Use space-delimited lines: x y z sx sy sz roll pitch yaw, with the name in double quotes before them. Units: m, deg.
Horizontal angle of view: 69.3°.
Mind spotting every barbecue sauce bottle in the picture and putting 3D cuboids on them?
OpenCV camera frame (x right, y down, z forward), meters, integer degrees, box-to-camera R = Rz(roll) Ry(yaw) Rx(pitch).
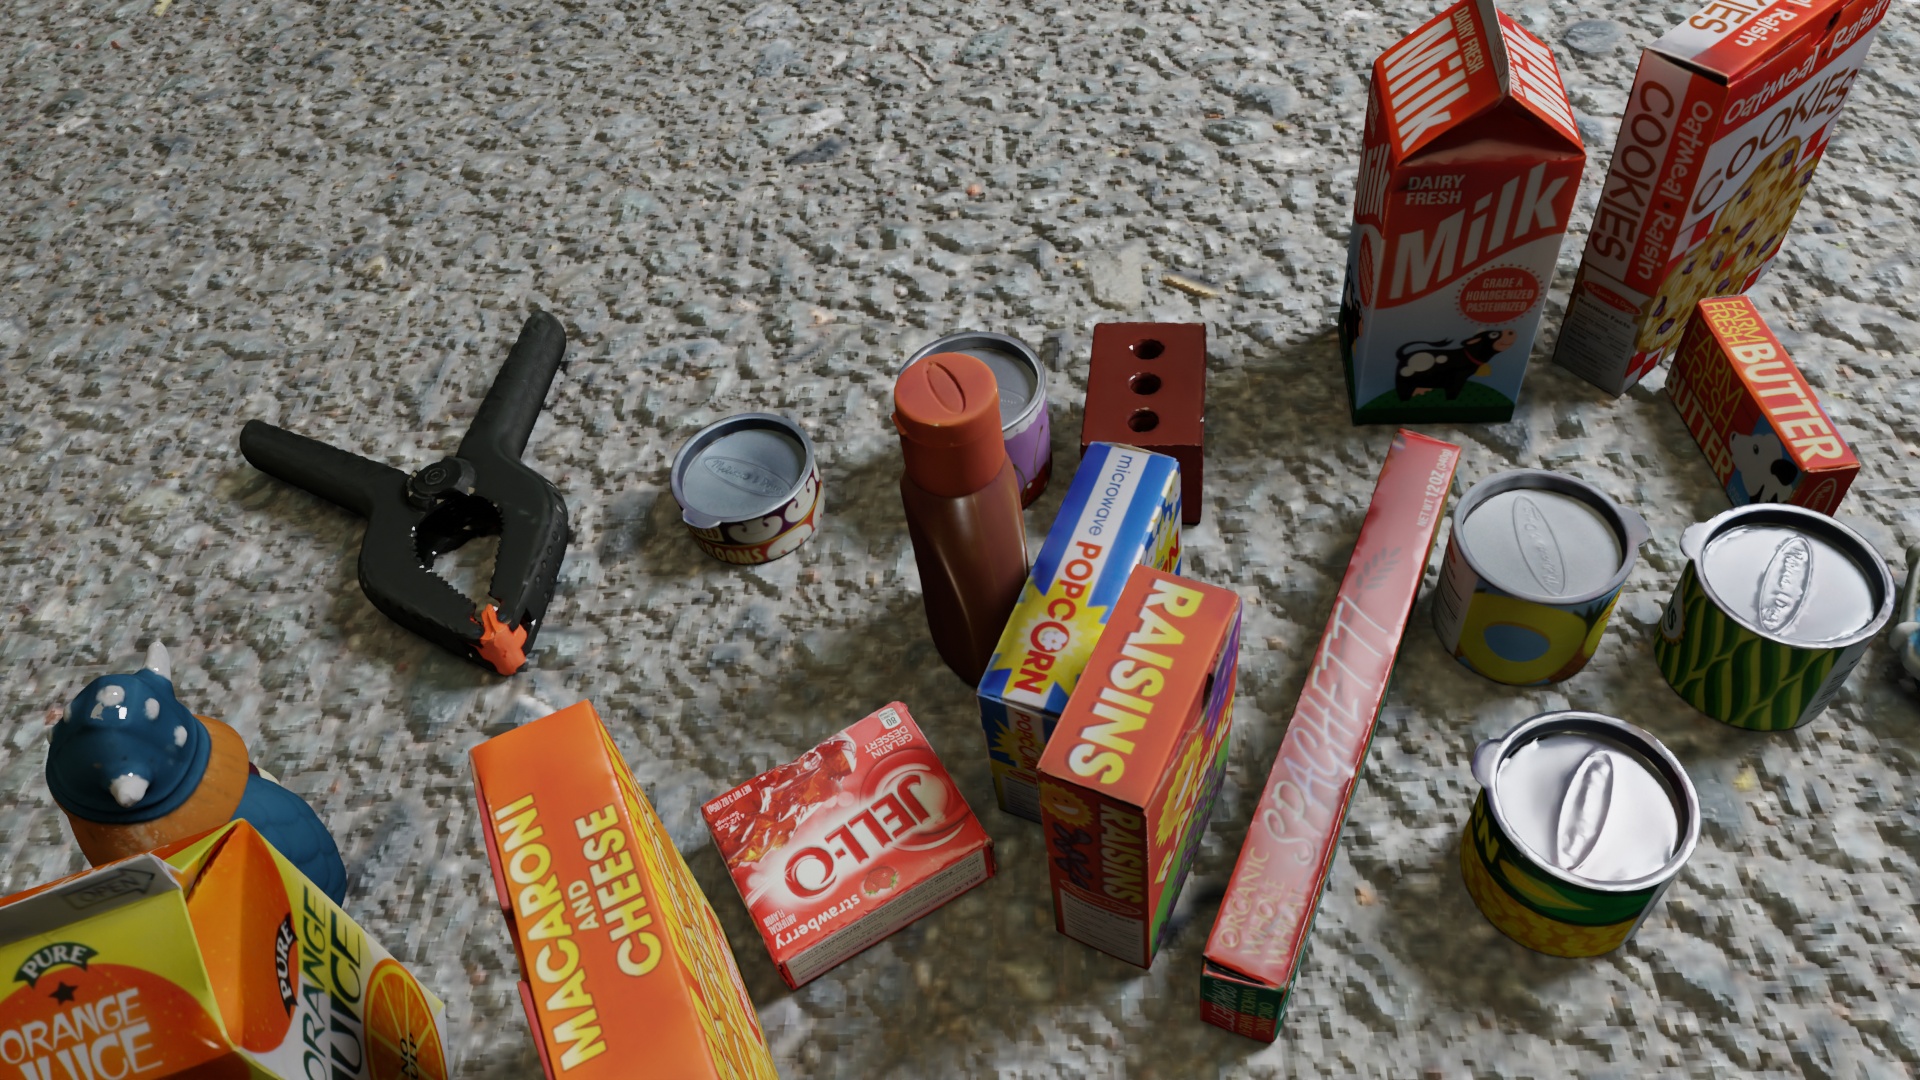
"barbecue sauce bottle" 0.002 -0.007 0.534 0.044 0.147 0.065 -21 52 -9

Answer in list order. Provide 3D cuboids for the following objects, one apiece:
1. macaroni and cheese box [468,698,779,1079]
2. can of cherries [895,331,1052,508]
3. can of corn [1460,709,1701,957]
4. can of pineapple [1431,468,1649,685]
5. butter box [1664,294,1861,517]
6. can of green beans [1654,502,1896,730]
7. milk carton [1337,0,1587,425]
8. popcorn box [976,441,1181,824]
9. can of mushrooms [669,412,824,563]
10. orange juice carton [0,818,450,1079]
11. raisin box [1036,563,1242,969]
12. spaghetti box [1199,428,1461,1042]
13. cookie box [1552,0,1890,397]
"macaroni and cheese box" -0.088 0.143 0.413 0.040 0.165 0.124 -23 52 -11
"can of cherries" 0.006 -0.049 0.626 0.071 0.058 0.072 -4 51 5
"can of corn" 0.207 0.100 0.477 0.071 0.058 0.071 -4 51 5
"can of pineapple" 0.224 0.015 0.544 0.071 0.057 0.071 -4 51 5
"butter box" 0.334 -0.051 0.586 0.024 0.052 0.104 -7 51 2
"can of green beans" 0.303 0.029 0.522 0.071 0.057 0.071 -4 51 5
"milk carton" 0.208 -0.138 0.585 0.073 0.189 0.073 -1 51 7
"popcorn box" 0.050 0.036 0.533 0.038 0.084 0.127 14 54 18
"can of mushrooms" -0.098 -0.022 0.634 0.071 0.033 0.071 -4 51 5
"orange juice carton" -0.221 0.148 0.410 0.072 0.191 0.073 -18 51 -6
"raisin box" 0.062 0.080 0.472 0.040 0.122 0.086 18 56 21
"spaghetti box" 0.142 0.063 0.521 0.029 0.050 0.251 16 55 20
"cookie box" 0.328 -0.159 0.601 0.123 0.166 0.040 -35 55 -19
